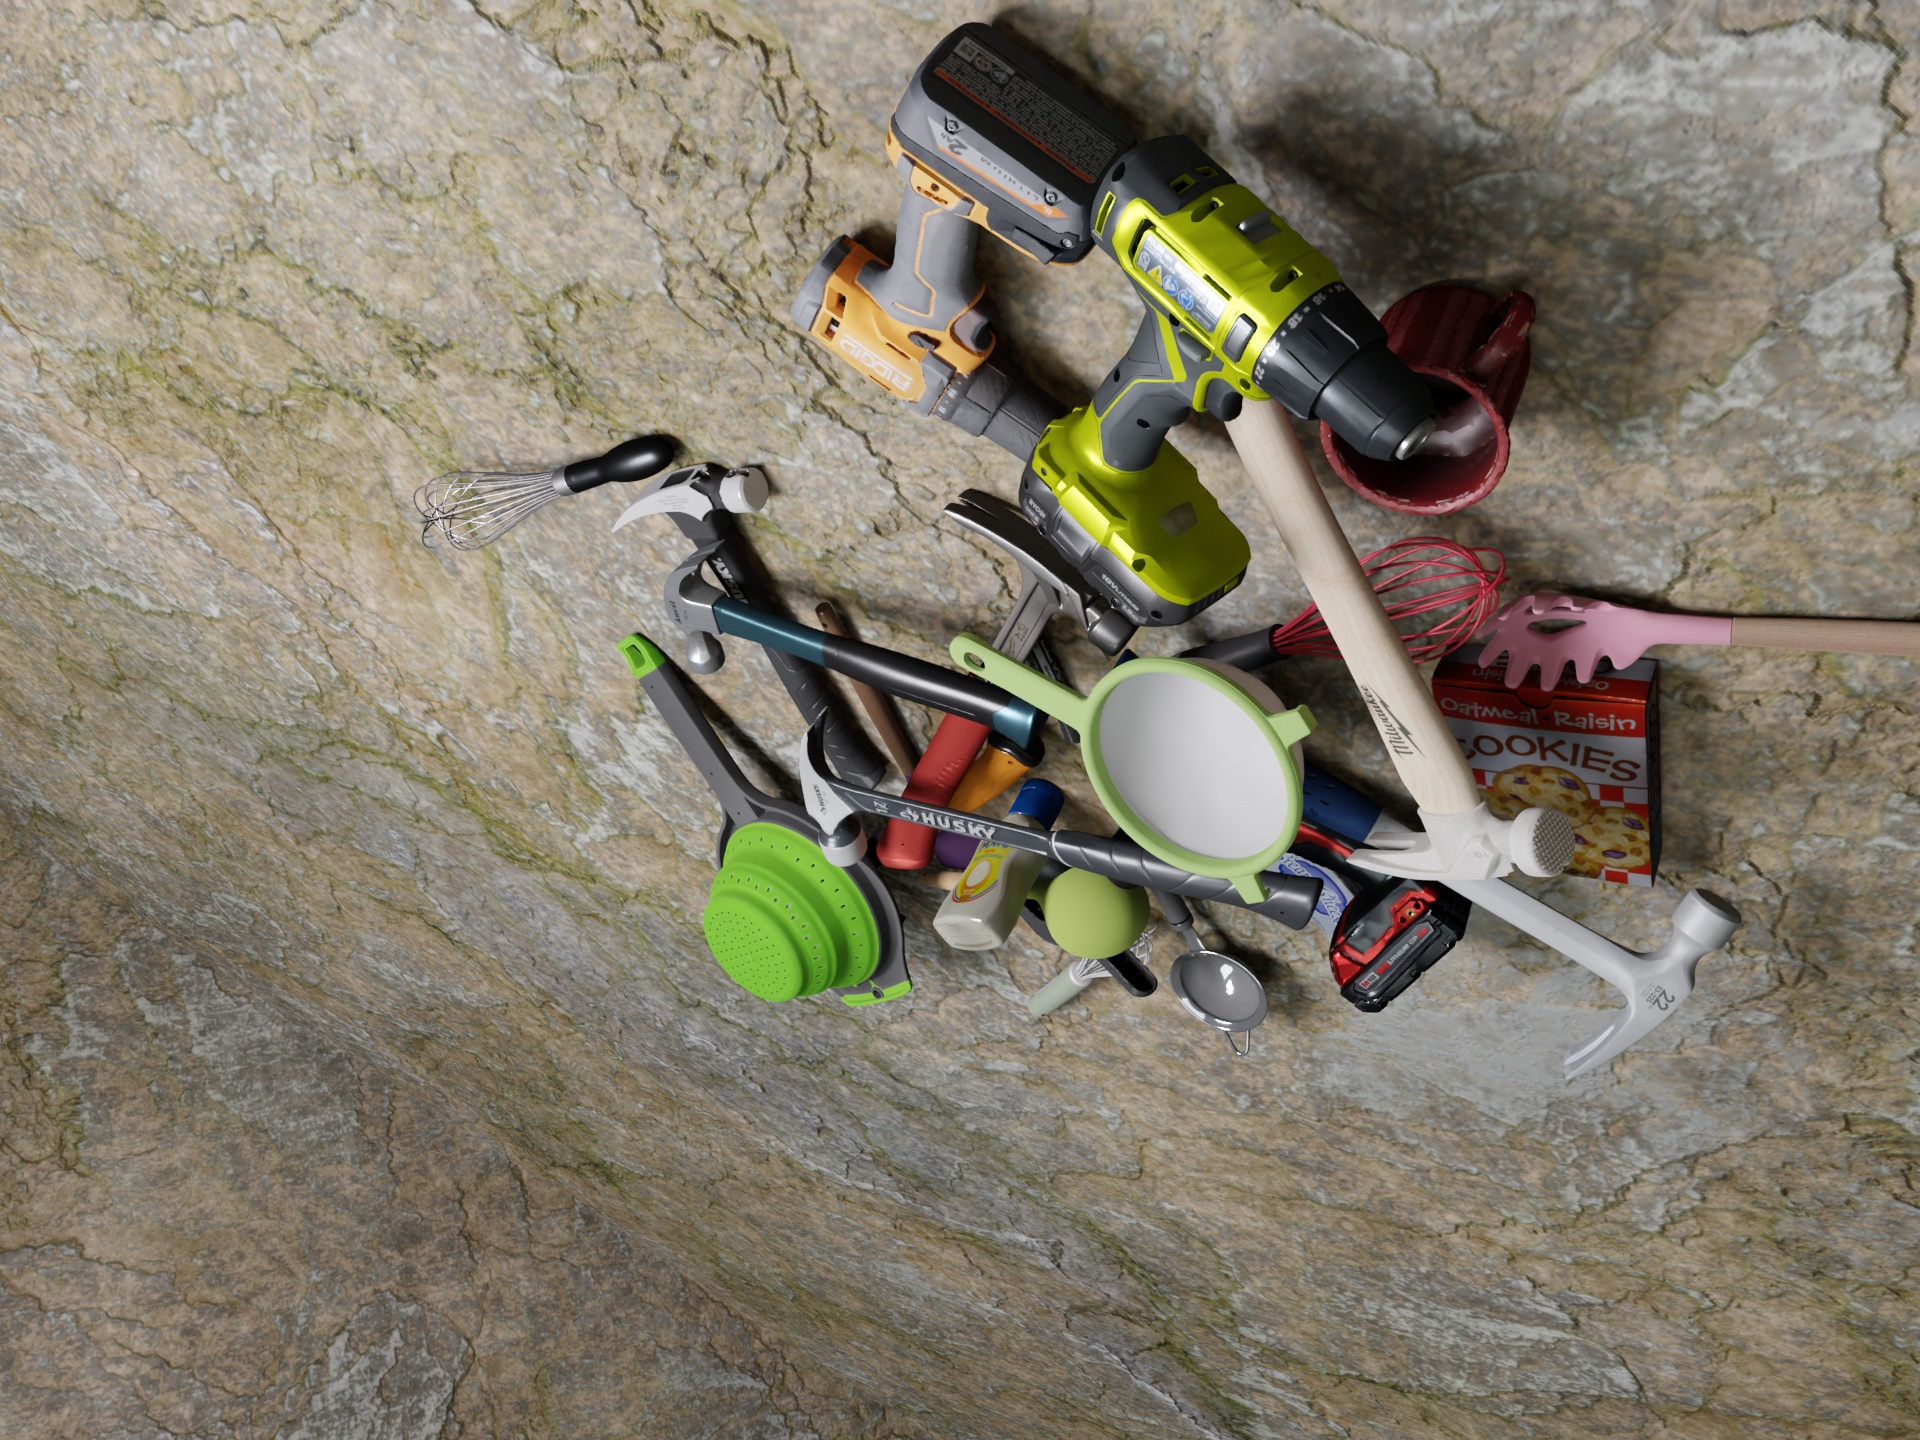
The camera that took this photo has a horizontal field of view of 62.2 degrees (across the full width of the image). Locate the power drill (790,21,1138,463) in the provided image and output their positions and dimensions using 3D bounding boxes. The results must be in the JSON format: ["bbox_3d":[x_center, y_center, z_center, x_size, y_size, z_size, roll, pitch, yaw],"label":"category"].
[{"bbox_3d":[0.016,-0.243,0.880,0.185,0.084,0.226,34,149,-5],"label":"power drill"}]

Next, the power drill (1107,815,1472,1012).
[{"bbox_3d":[0.222,0.102,1.113,0.227,0.080,0.187,37,129,3],"label":"power drill"}]

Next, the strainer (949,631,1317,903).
[{"bbox_3d":[0.111,-0.006,0.994,0.256,0.069,0.151,29,134,27],"label":"strainer"}]

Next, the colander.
[{"bbox_3d":[-0.200,0.109,1.379,0.204,0.094,0.397,-24,103,48],"label":"colander"}]

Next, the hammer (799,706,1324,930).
[{"bbox_3d":[0.058,0.082,1.132,0.409,0.036,0.149,11,137,28],"label":"hammer"}]

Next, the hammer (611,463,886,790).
[{"bbox_3d":[-0.148,-0.060,1.262,0.146,0.035,0.334,1,136,34],"label":"hammer"}]

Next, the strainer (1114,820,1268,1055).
[{"bbox_3d":[0.185,0.166,1.291,0.087,0.050,0.258,-9,123,39],"label":"strainer"}]

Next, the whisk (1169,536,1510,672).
[{"bbox_3d":[0.212,-0.053,0.986,0.073,0.073,0.296,44,148,-18],"label":"whisk"}]

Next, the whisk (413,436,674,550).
[{"bbox_3d":[-0.325,-0.178,1.229,0.285,0.070,0.070,-8,130,35],"label":"whisk"}]

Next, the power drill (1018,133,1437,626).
[{"bbox_3d":[0.126,-0.151,0.805,0.191,0.080,0.228,48,149,16],"label":"power drill"}]

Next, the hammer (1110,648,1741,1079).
[{"bbox_3d":[0.269,0.077,1.012,0.405,0.035,0.144,30,111,8],"label":"hammer"}]

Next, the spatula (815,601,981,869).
[{"bbox_3d":[-0.048,0.023,1.304,0.060,0.018,0.315,3,138,32],"label":"spatula"}]

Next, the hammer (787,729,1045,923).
[{"bbox_3d":[-0.027,0.089,1.322,0.127,0.034,0.337,41,141,-8],"label":"hammer"}]

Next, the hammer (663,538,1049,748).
[{"bbox_3d":[-0.082,-0.045,1.141,0.331,0.033,0.128,19,142,27],"label":"hammer"}]

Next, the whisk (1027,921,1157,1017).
[{"bbox_3d":[0.110,0.222,1.415,0.059,0.058,0.246,62,151,15],"label":"whisk"}]

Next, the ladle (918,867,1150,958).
[{"bbox_3d":[0.046,0.145,1.306,0.062,0.078,0.320,44,160,-18],"label":"ladle"}]

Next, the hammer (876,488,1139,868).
[{"bbox_3d":[-0.002,-0.004,1.165,0.149,0.037,0.359,38,138,8],"label":"hammer"}]

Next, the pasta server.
[{"bbox_3d":[0.441,-0.041,0.848,0.316,0.040,0.060,5,136,30],"label":"pasta server"}]

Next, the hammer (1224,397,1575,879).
[{"bbox_3d":[0.196,-0.088,0.884,0.146,0.038,0.410,-9,114,59],"label":"hammer"}]
